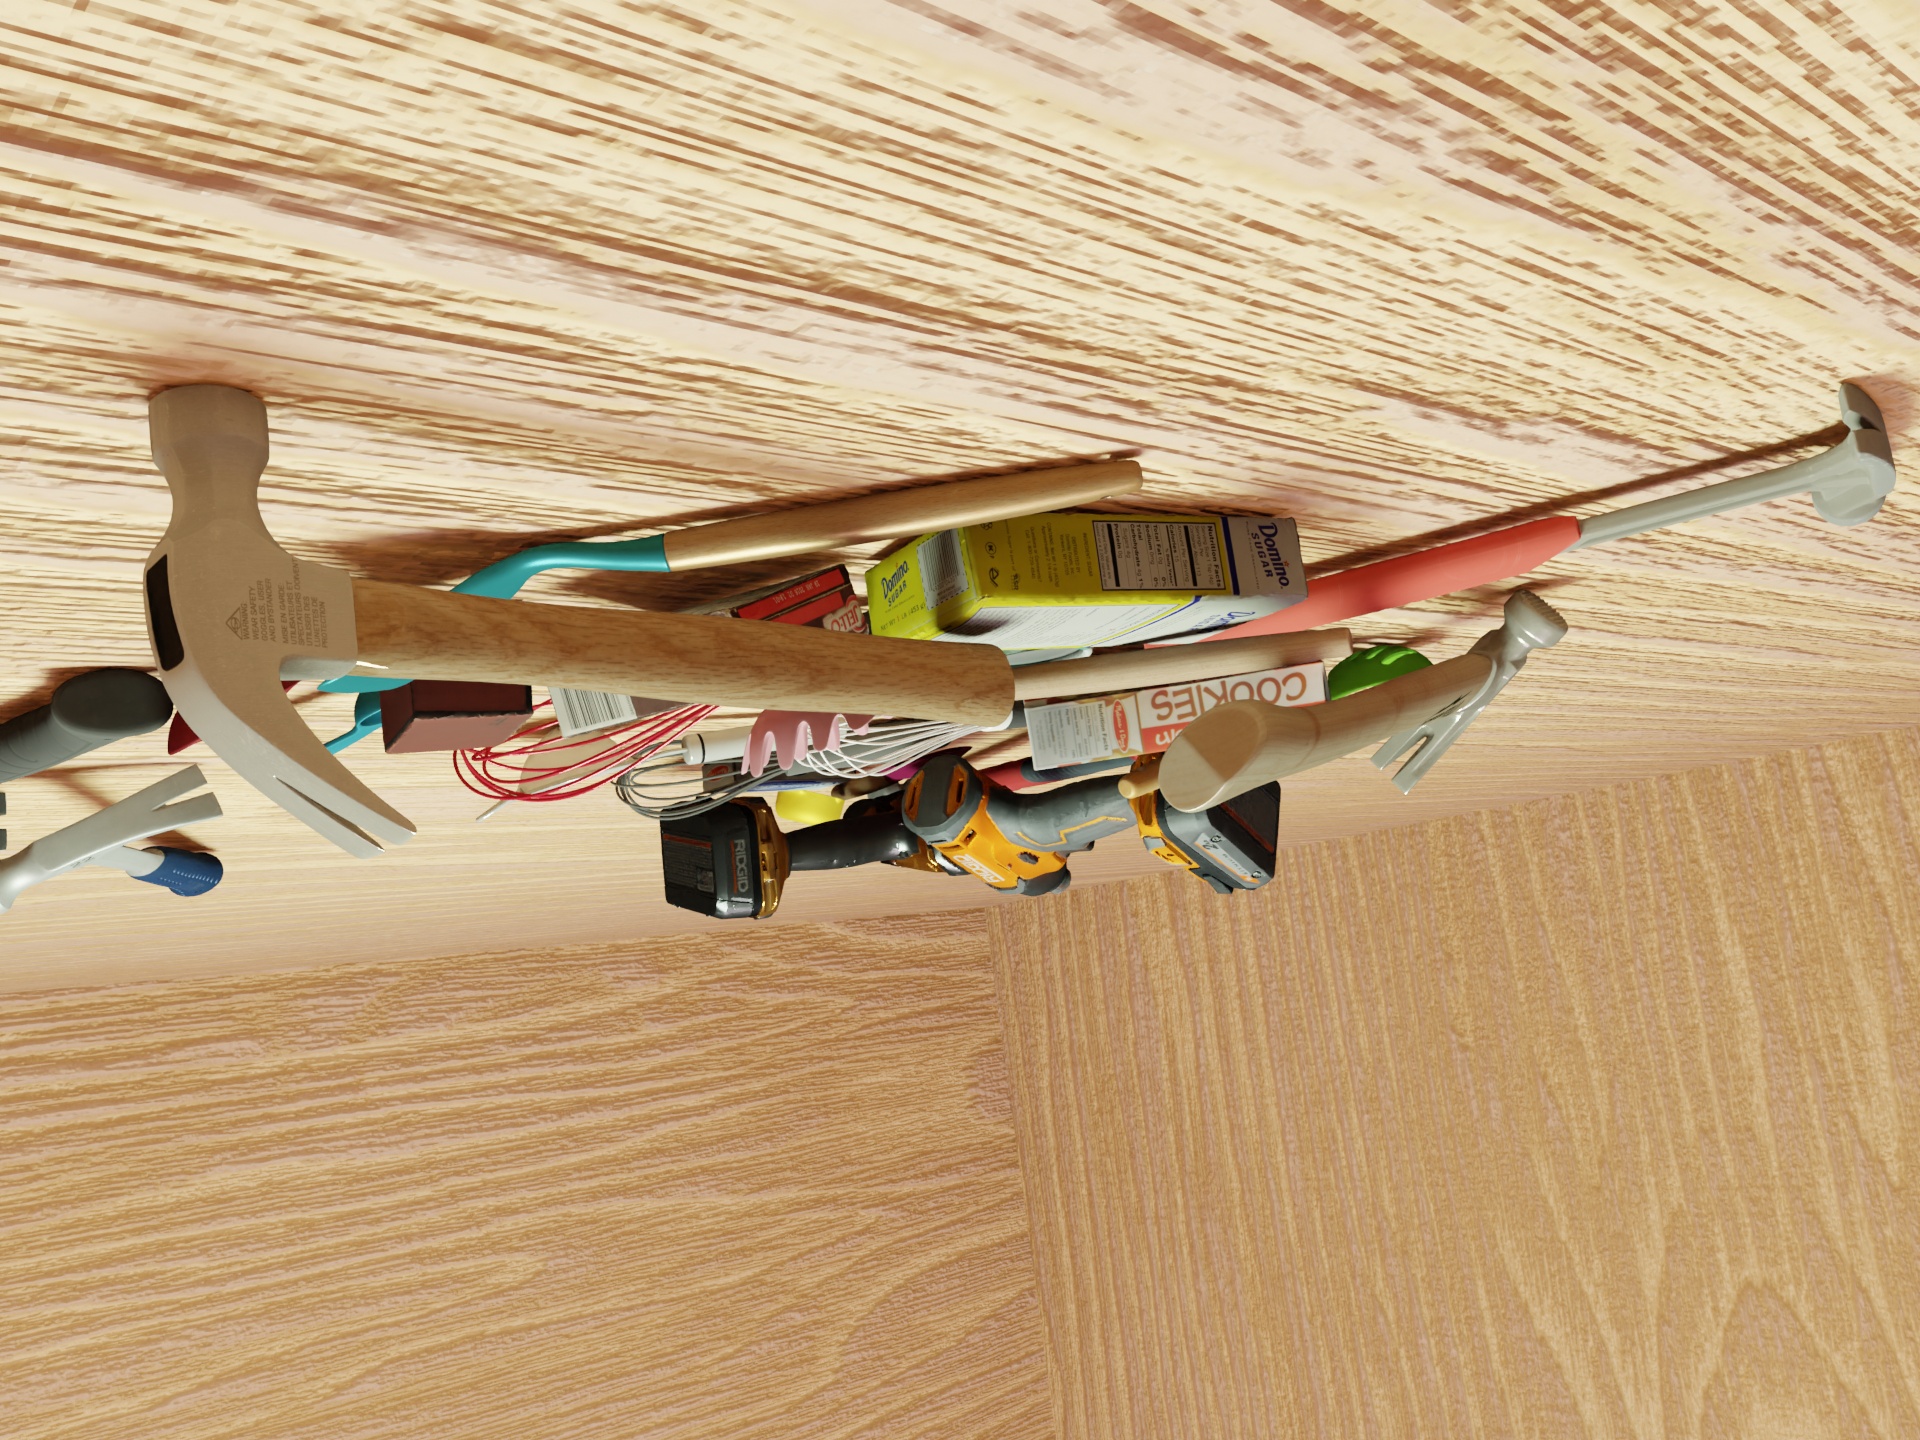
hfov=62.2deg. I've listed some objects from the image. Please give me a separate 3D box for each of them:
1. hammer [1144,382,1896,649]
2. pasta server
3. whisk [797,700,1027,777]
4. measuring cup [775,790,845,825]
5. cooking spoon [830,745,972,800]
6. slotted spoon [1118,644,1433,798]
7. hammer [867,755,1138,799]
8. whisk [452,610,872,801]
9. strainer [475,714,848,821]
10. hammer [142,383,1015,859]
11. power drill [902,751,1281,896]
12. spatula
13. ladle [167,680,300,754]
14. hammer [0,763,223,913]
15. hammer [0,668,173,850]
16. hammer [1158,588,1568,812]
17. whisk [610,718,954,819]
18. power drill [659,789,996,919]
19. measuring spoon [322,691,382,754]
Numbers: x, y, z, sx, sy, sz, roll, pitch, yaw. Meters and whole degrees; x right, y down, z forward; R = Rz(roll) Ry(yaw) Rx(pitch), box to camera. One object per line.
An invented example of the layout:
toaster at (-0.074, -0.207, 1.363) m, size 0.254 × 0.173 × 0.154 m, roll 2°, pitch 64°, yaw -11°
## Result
hammer at (0.253, -0.080, 0.779) m, size 0.359 × 0.037 × 0.149 m, roll -14°, pitch 168°, yaw 30°
pasta server at (0.033, -0.011, 0.783) m, size 0.316 × 0.040 × 0.060 m, roll -7°, pitch -175°, yaw 20°
whisk at (-0.002, -0.004, 0.981) m, size 0.070 × 0.070 × 0.284 m, roll -16°, pitch 172°, yaw 40°
measuring cup at (-0.152, 0.065, 1.285) m, size 0.062 × 0.029 × 0.156 m, roll 10°, pitch 177°, yaw 32°
cooking spoon at (-0.059, 0.044, 1.236) m, size 0.068 × 0.017 × 0.319 m, roll -14°, pitch 178°, yaw -19°
slotted spoon at (0.201, -0.003, 0.985) m, size 0.070 × 0.031 × 0.313 m, roll 6°, pitch -161°, yaw 45°
hammer at (0.071, 0.038, 1.239) m, size 0.143 × 0.038 × 0.386 m, roll -4°, pitch 174°, yaw -29°
whisk at (-0.121, -0.019, 0.787) m, size 0.296 × 0.073 × 0.073 m, roll -15°, pitch 169°, yaw 11°
strainer at (-0.176, 0.017, 0.997) m, size 0.258 × 0.050 × 0.087 m, roll -9°, pitch 178°, yaw -27°
hammer at (-0.100, -0.020, 0.544) m, size 0.331 × 0.130 × 0.031 m, roll 4°, pitch 161°, yaw -46°
power drill at (0.095, 0.072, 1.069) m, size 0.226 × 0.084 × 0.164 m, roll -9°, pitch 148°, yaw 34°
spatula at (-0.085, -0.058, 0.615) m, size 0.317 × 0.044 × 0.082 m, roll -10°, pitch -179°, yaw 2°
ladle at (-0.359, 0.011, 0.843) m, size 0.069 × 0.031 × 0.315 m, roll -33°, pitch 180°, yaw -16°
hammer at (-0.549, 0.094, 1.079) m, size 0.144 × 0.035 × 0.405 m, roll -27°, pitch -179°, yaw -18°
hammer at (-0.499, 0.026, 0.806) m, size 0.335 × 0.035 × 0.146 m, roll -15°, pitch 167°, yaw 34°
hammer at (0.204, 0.006, 0.825) m, size 0.410 × 0.038 × 0.146 m, roll -12°, pitch 144°, yaw -55°
whisk at (-0.117, 0.026, 1.082) m, size 0.239 × 0.055 × 0.055 m, roll -10°, pitch 171°, yaw -16°
power drill at (-0.107, 0.089, 1.185) m, size 0.226 × 0.084 × 0.185 m, roll -5°, pitch -177°, yaw -30°
measuring spoon at (-0.314, 0.002, 0.801) m, size 0.128 × 0.021 × 0.042 m, roll -23°, pitch 178°, yaw 28°
